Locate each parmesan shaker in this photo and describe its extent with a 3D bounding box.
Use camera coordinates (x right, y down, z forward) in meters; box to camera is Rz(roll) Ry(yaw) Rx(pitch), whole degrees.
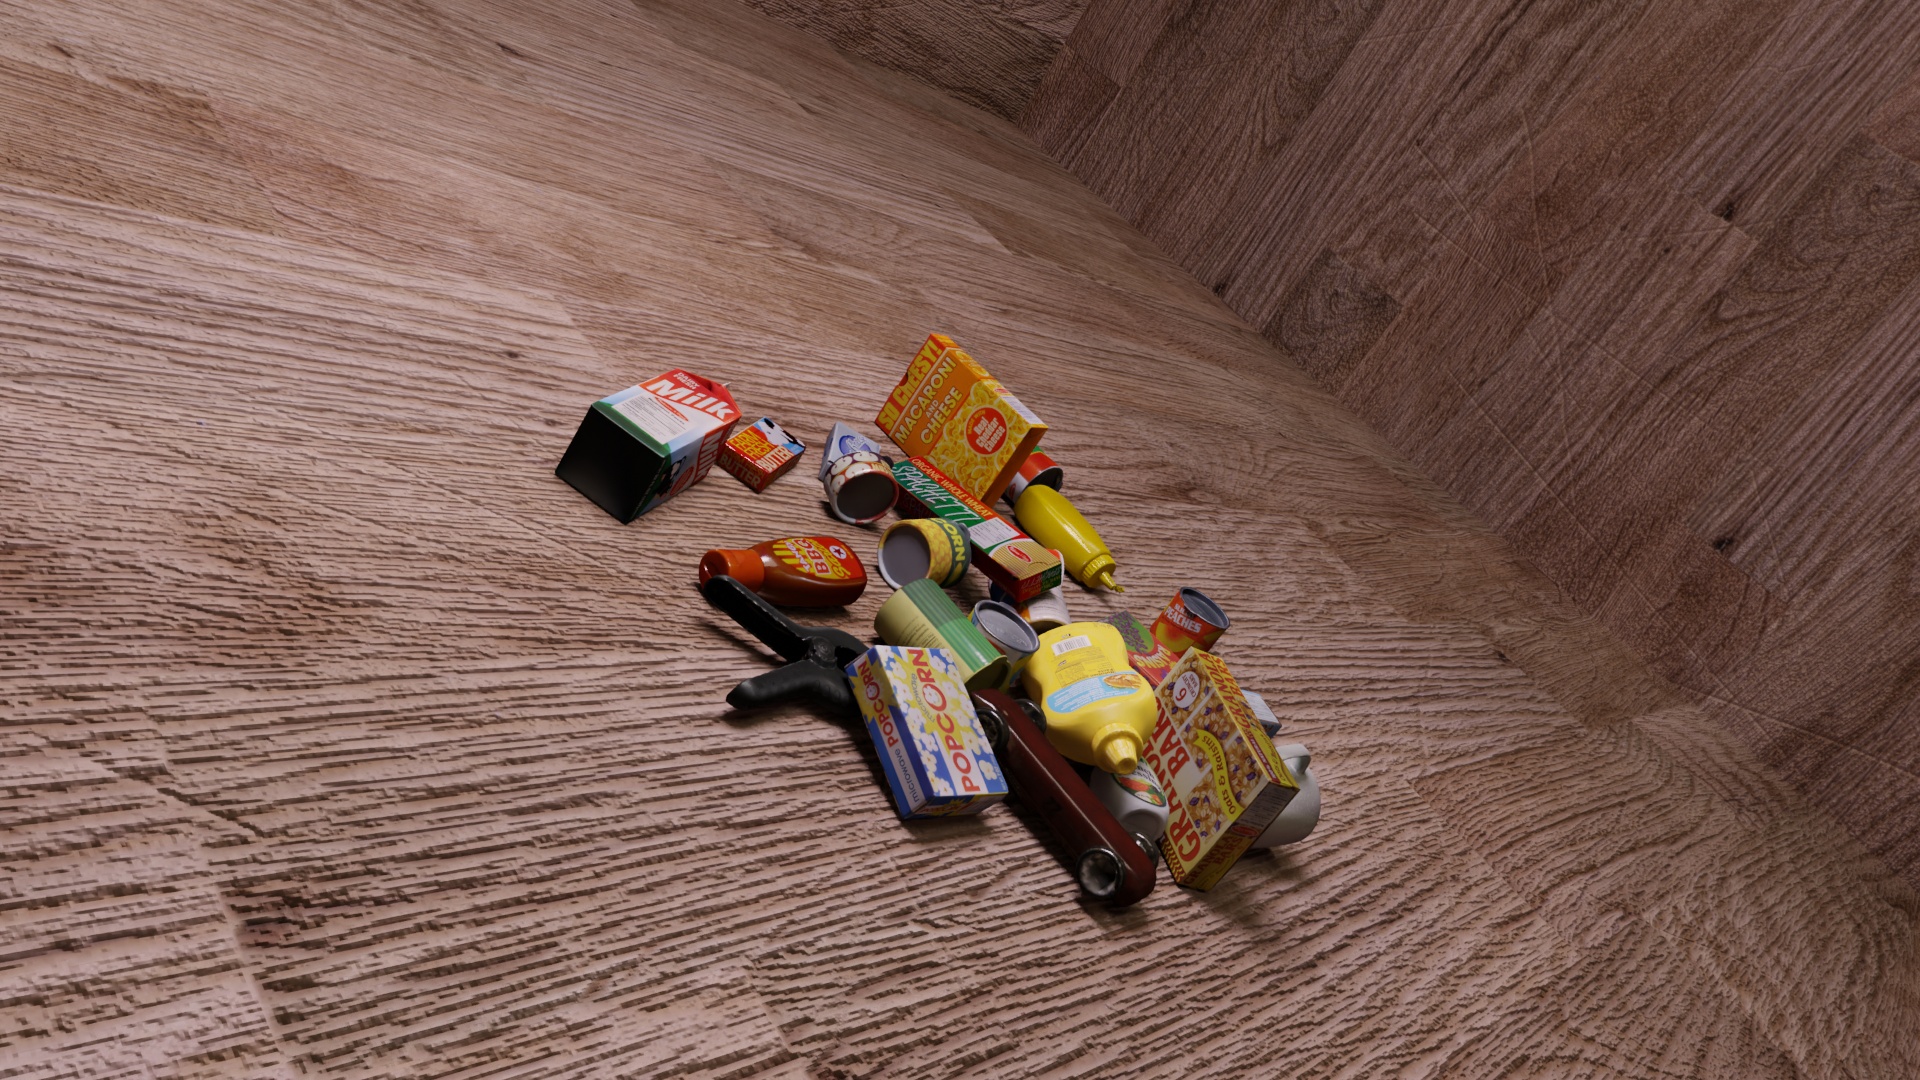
[{"bbox_3d":[-0.014,0.086,1.144,0.103,0.071,0.071,47,26,27],"label":"parmesan shaker"}]

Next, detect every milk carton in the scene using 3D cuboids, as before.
[{"bbox_3d":[-0.249,-0.087,1.166,0.073,0.072,0.191,36,24,2],"label":"milk carton"}]

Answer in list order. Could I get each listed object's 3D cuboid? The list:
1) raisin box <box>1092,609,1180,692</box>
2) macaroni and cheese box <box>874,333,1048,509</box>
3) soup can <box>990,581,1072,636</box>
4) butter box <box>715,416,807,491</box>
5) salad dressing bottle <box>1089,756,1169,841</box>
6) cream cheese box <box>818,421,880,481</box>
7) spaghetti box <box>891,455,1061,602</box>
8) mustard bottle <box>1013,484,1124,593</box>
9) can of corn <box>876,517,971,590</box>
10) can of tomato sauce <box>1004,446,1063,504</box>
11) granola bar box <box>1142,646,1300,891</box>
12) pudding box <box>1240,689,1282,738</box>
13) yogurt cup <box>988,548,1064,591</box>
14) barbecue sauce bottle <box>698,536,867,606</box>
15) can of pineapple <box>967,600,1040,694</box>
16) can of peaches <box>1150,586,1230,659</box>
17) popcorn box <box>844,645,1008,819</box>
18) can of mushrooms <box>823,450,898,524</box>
[{"bbox_3d":[0.181,0.127,1.367,0.123,0.040,0.086,44,24,19],"label":"raisin box"},{"bbox_3d":[-0.002,-0.126,1.504,0.167,0.123,0.040,45,23,23],"label":"macaroni and cheese box"},{"bbox_3d":[0.065,0.071,1.287,0.071,0.071,0.084,23,30,-25],"label":"soup can"},{"bbox_3d":[-0.186,-0.081,1.298,0.053,0.024,0.104,34,23,1],"label":"butter box"},{"bbox_3d":[0.135,0.192,1.172,0.064,0.043,0.148,21,26,-19],"label":"salad dressing bottle"},{"bbox_3d":[-0.111,-0.080,1.396,0.053,0.024,0.104,28,24,-13],"label":"cream cheese box"},{"bbox_3d":[0.005,-0.017,1.326,0.050,0.028,0.251,-20,36,-26],"label":"spaghetti box"},{"bbox_3d":[0.124,0.005,1.514,0.065,0.048,0.161,5,37,-50],"label":"mustard bottle"},{"bbox_3d":[-0.032,0.011,1.265,0.071,0.071,0.058,46,26,24],"label":"can of corn"},{"bbox_3d":[0.068,-0.084,1.588,0.083,0.071,0.071,47,26,27],"label":"can of tomato sauce"},{"bbox_3d":[0.201,0.189,1.165,0.039,0.123,0.166,22,26,-29],"label":"granola bar box"},{"bbox_3d":[0.283,0.176,1.419,0.084,0.030,0.050,16,30,-37],"label":"pudding box"},{"bbox_3d":[0.063,0.035,1.358,0.054,0.072,0.073,18,27,-17],"label":"yogurt cup"},{"bbox_3d":[-0.144,0.025,1.123,0.149,0.043,0.065,1,41,-52],"label":"barbecue sauce bottle"},{"bbox_3d":[0.027,0.094,1.200,0.071,0.057,0.071,29,24,-14],"label":"can of pineapple"},{"bbox_3d":[0.245,0.092,1.496,0.071,0.058,0.071,29,24,-14],"label":"can of peaches"},{"bbox_3d":[-0.025,0.141,1.026,0.085,0.038,0.127,8,49,-49],"label":"popcorn box"},{"bbox_3d":[-0.091,-0.050,1.307,0.071,0.070,0.033,18,29,-34],"label":"can of mushrooms"}]
